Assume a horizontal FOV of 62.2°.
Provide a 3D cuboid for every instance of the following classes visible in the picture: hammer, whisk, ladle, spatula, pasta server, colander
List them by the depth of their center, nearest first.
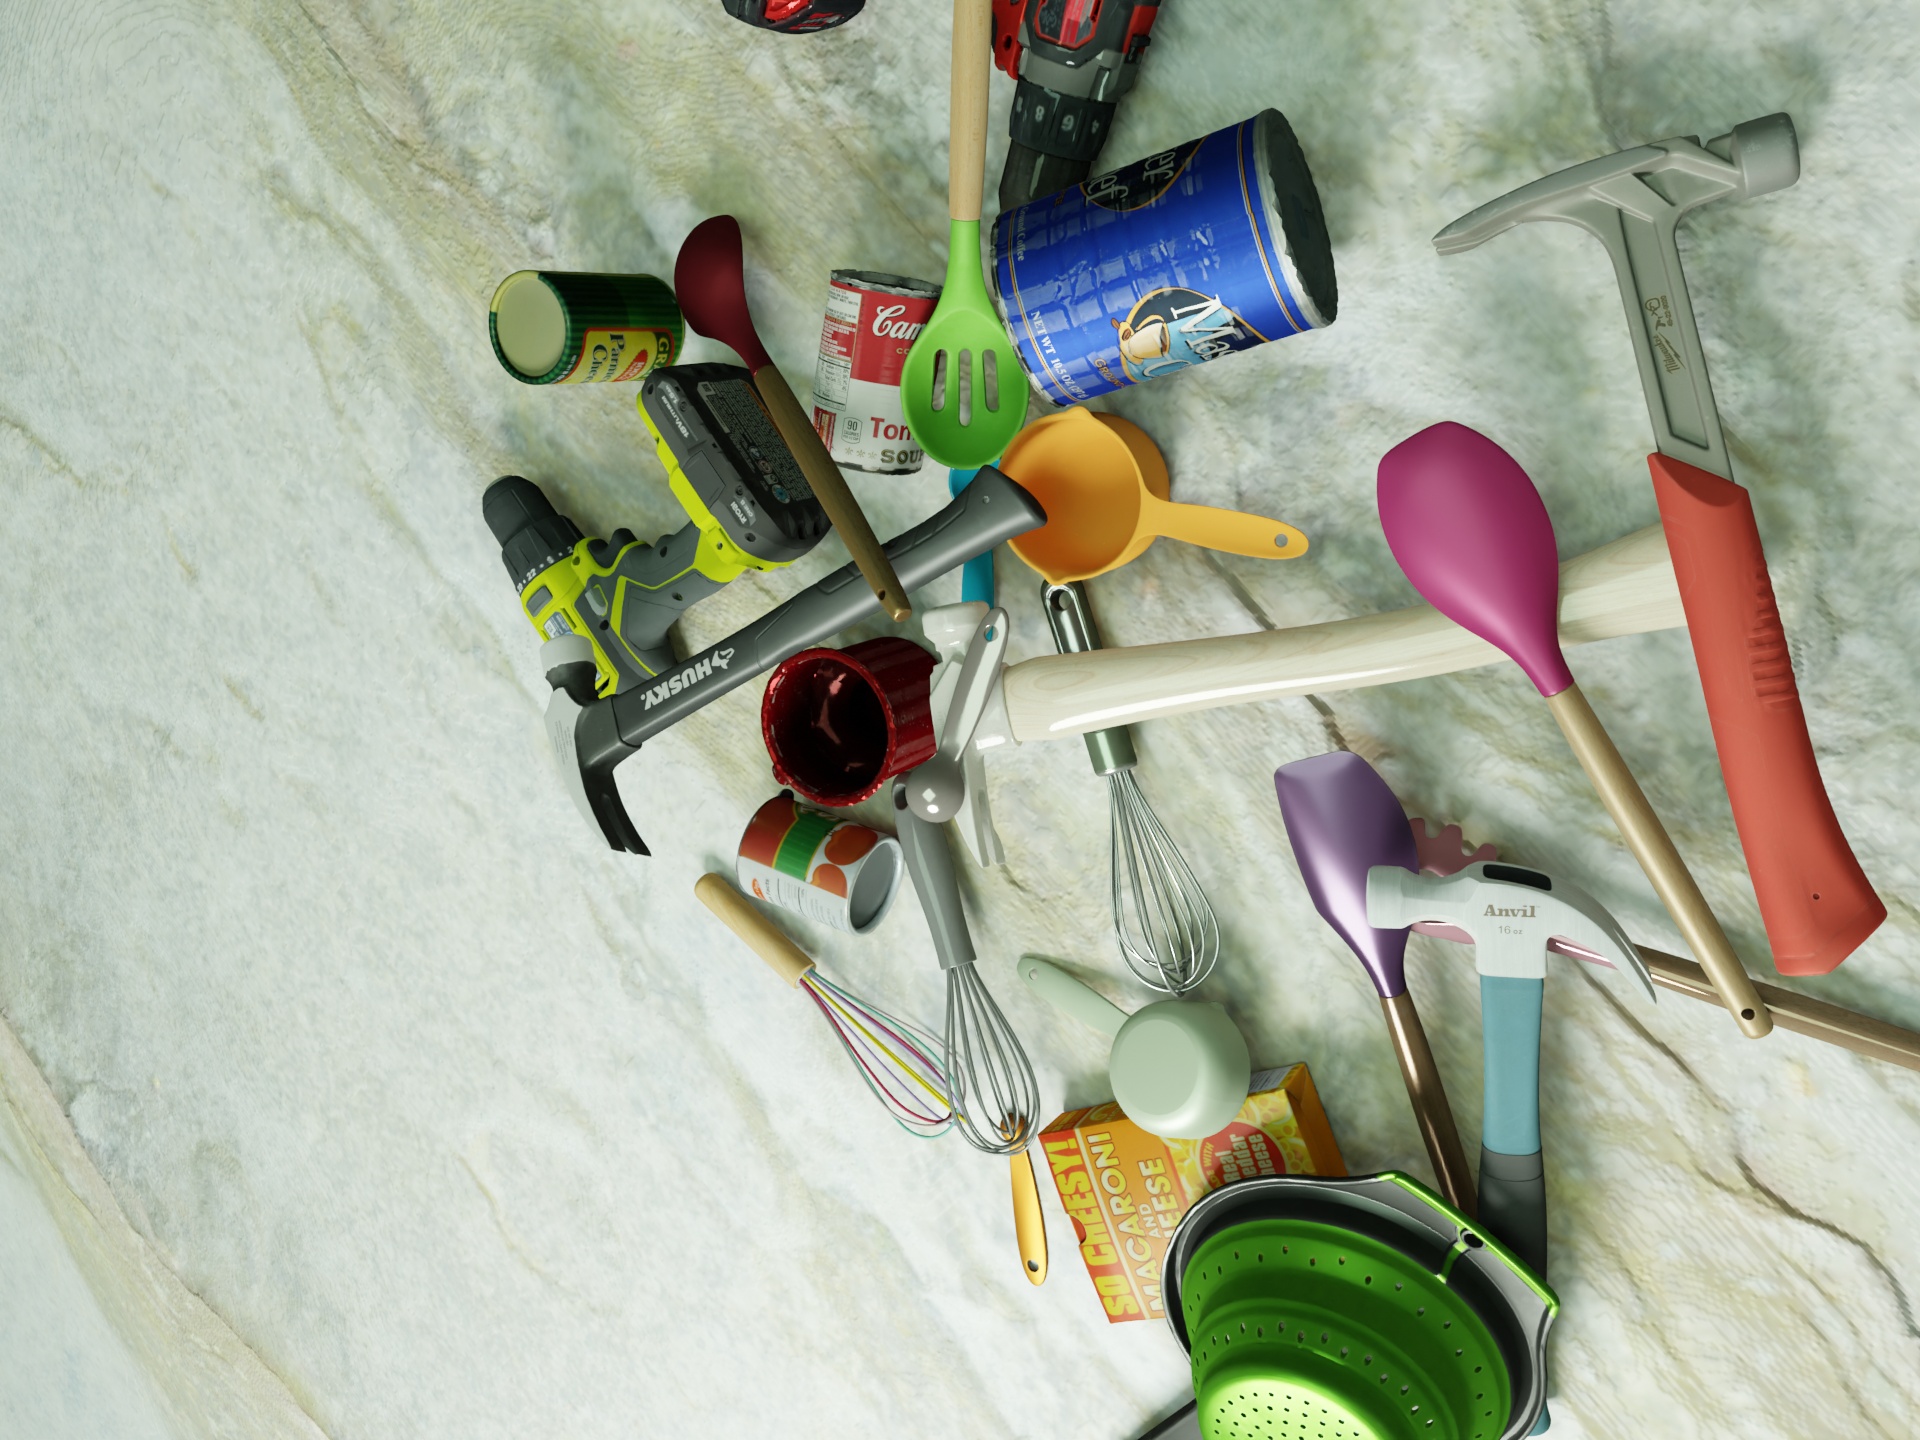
[{"bbox_3d":[0.316,-0.069,0.687,0.149,0.036,0.359,-13,86,24],"label":"hammer"},{"bbox_3d":[0.349,0.120,0.764,0.316,0.040,0.060,18,111,22],"label":"pasta server"},{"bbox_3d":[0.274,0.222,0.795,0.128,0.033,0.330,-1,112,18],"label":"hammer"},{"bbox_3d":[0.174,-0.021,0.796,0.410,0.038,0.146,-10,88,26],"label":"hammer"},{"bbox_3d":[0.231,0.160,0.816,0.060,0.018,0.315,-14,105,23],"label":"spatula"},{"bbox_3d":[0.153,0.396,0.869,0.204,0.094,0.397,38,129,6],"label":"colander"},{"bbox_3d":[-0.098,-0.044,0.883,0.335,0.035,0.146,-27,66,23],"label":"hammer"},{"bbox_3d":[0.088,0.034,0.883,0.058,0.059,0.246,-18,88,20],"label":"whisk"},{"bbox_3d":[-0.098,-0.174,0.885,0.069,0.031,0.316,-52,55,35],"label":"ladle"},{"bbox_3d":[-0.003,0.146,0.958,0.055,0.055,0.239,-20,82,33],"label":"whisk"},{"bbox_3d":[-0.085,0.181,1.027,0.245,0.047,0.051,38,110,22],"label":"whisk"}]

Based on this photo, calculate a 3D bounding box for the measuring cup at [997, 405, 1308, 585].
[{"bbox_3d":[0.105,-0.111,0.834,0.174,0.052,0.095,16,110,25],"label":"measuring cup"}]

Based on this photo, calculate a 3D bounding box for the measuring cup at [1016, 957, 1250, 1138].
[{"bbox_3d":[0.086,0.175,0.903,0.168,0.038,0.083,27,96,37],"label":"measuring cup"}]

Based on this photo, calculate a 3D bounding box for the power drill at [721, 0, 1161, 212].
[{"bbox_3d":[-0.010,-0.367,0.824,0.227,0.080,0.187,27,121,18],"label":"power drill"}]

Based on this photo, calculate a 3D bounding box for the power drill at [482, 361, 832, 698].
[{"bbox_3d":[-0.200,-0.119,0.997,0.228,0.080,0.190,-38,83,35],"label":"power drill"}]

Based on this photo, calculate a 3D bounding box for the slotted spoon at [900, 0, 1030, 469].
[{"bbox_3d":[0.006,-0.280,0.802,0.070,0.031,0.313,2,120,0],"label":"slotted spoon"}]

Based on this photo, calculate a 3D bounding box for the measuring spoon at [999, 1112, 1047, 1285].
[{"bbox_3d":[0.039,0.303,0.998,0.021,0.011,0.117,-3,101,31],"label":"measuring spoon"}]

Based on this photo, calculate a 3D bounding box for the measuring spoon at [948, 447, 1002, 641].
[{"bbox_3d":[0.015,-0.095,0.915,0.042,0.021,0.128,15,119,26],"label":"measuring spoon"}]

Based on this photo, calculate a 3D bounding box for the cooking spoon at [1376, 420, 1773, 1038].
[{"bbox_3d":[0.286,0.007,0.726,0.069,0.017,0.319,-30,92,25],"label":"cooking spoon"}]

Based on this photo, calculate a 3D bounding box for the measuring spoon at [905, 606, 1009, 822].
[{"bbox_3d":[-0.001,-0.003,0.850,0.034,0.018,0.124,25,102,22],"label":"measuring spoon"}]
